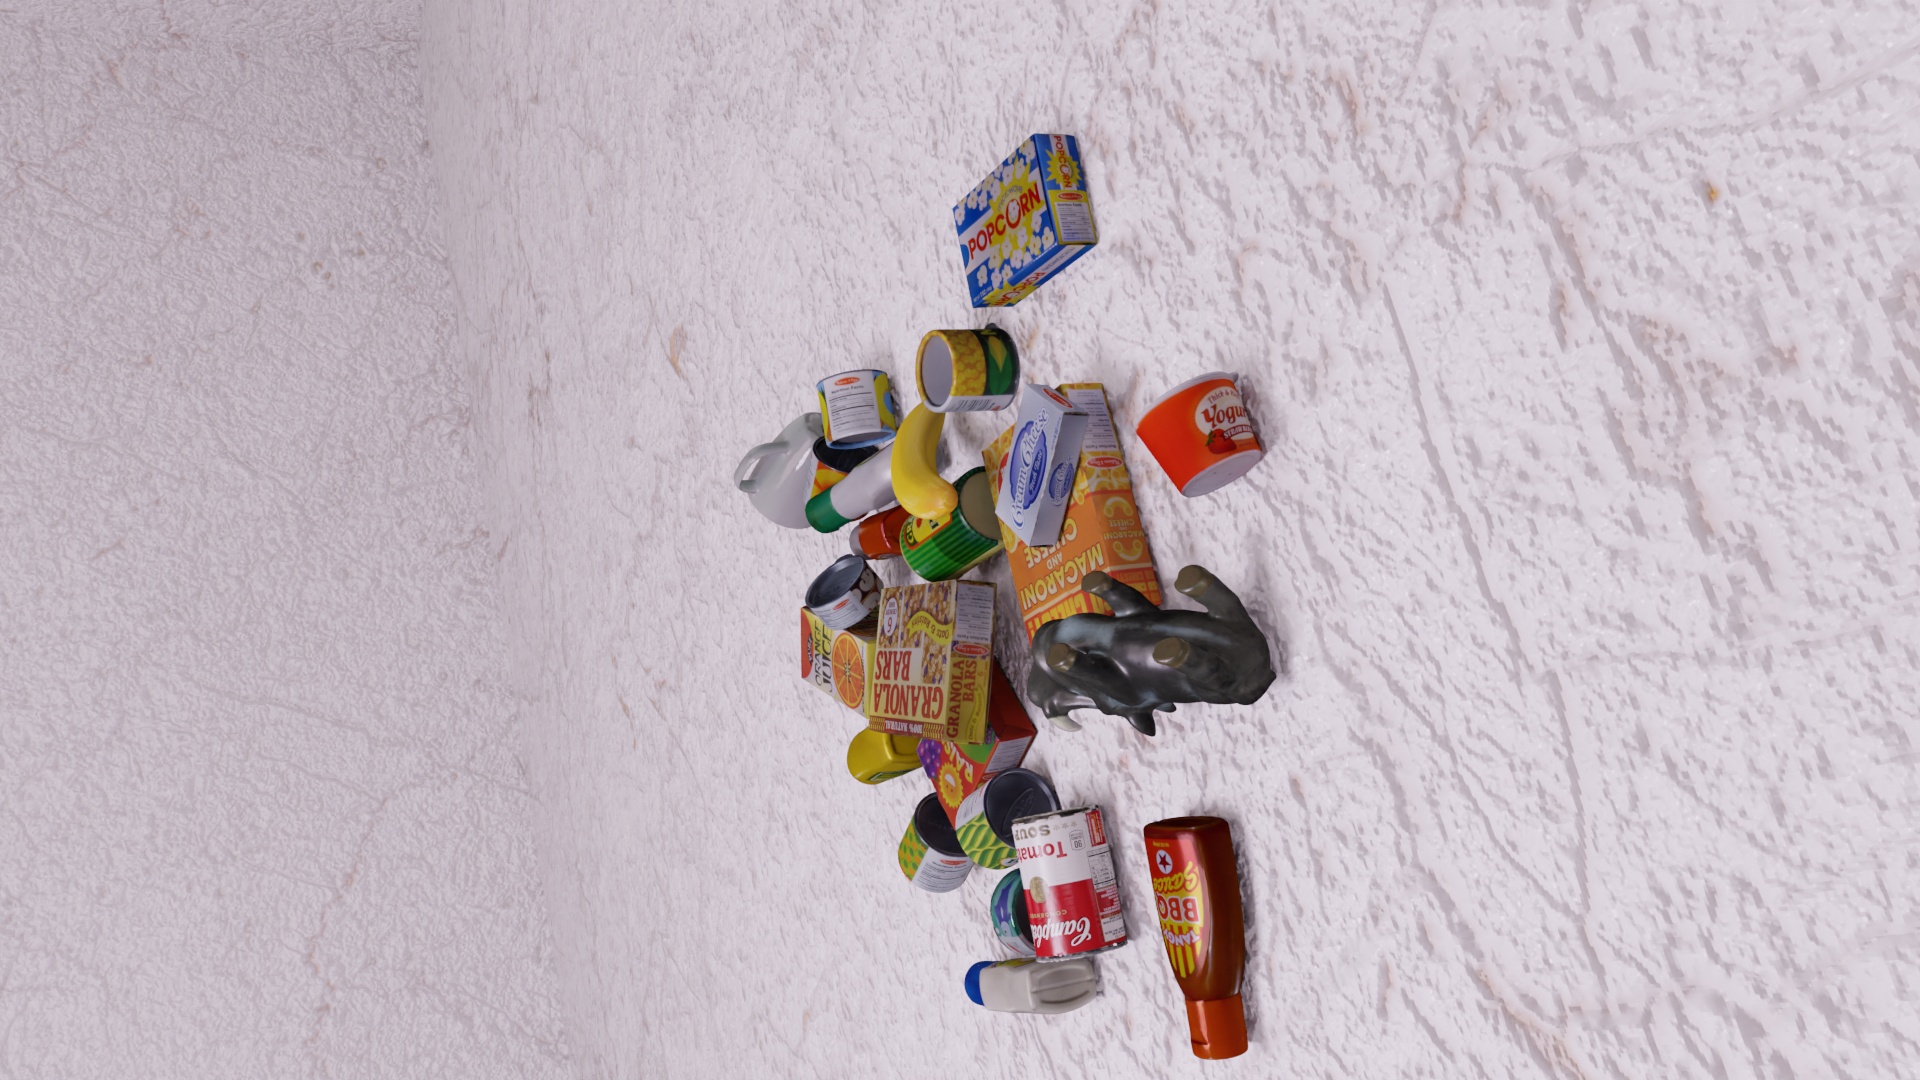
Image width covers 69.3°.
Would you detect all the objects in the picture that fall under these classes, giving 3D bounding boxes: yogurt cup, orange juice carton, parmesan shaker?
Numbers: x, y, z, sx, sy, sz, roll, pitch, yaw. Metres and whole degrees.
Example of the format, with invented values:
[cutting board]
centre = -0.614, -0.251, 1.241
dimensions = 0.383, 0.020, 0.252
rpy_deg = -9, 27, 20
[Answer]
[yogurt cup]
centre = 0.147, -0.062, 0.848
dimensions = 0.054, 0.072, 0.072
rpy_deg = 64, 146, 18
[orange juice carton]
centre = -0.096, 0.103, 1.295
dimensions = 0.193, 0.073, 0.071
rpy_deg = 18, 111, 59
[parmesan shaker]
centre = 0.004, -0.014, 1.109
dimensions = 0.102, 0.071, 0.071
rpy_deg = -36, 63, 56

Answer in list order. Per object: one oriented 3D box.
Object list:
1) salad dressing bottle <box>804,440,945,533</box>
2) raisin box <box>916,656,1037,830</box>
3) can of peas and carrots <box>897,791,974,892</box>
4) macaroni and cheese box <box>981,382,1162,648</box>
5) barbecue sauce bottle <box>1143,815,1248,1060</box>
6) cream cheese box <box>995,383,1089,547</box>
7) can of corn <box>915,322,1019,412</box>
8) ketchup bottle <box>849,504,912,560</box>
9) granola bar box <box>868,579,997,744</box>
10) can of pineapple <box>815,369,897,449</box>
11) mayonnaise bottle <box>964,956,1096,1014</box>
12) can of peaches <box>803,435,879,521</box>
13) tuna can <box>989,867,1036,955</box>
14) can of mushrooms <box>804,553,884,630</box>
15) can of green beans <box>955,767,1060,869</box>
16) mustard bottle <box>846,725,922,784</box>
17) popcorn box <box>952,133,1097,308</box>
[salad dressing bottle]
centre = -0.078, -0.049, 1.220
dimensions = 0.147, 0.064, 0.044
rpy_deg = -28, 84, 39
[raisin box]
centre = 0.011, 0.168, 1.150
dimensions = 0.086, 0.040, 0.122
rpy_deg = 60, 143, 36
[can of peas and carrots]
centre = -0.015, 0.255, 1.185
dimensions = 0.071, 0.071, 0.058
rpy_deg = 61, 143, 36
[macaroni and cheese box]
centre = 0.078, -0.013, 1.001
dimensions = 0.123, 0.040, 0.167
rpy_deg = -38, 61, 56
[barbecue sauce bottle]
centre = 0.157, 0.256, 0.900
dimensions = 0.064, 0.044, 0.148
rpy_deg = -17, 80, 59
[cream cheese box]
centre = 0.056, -0.052, 0.968
dimensions = 0.053, 0.024, 0.103
rpy_deg = 45, 130, 50
[can of corn]
centre = 0.004, -0.136, 1.093
dimensions = 0.071, 0.058, 0.071
rpy_deg = 16, 108, 59
[ketchup bottle]
centre = -0.062, -0.006, 1.233
dimensions = 0.148, 0.065, 0.043
rpy_deg = -13, 94, 69
[granola bar box]
centre = -0.024, 0.098, 1.122
dimensions = 0.165, 0.039, 0.124
rpy_deg = 169, 108, -66
[can of pineapple]
centre = -0.094, -0.119, 1.265
dimensions = 0.071, 0.071, 0.058
rpy_deg = -23, 75, 59
[mayonnaise bottle]
centre = 0.047, 0.349, 1.094
dimensions = 0.147, 0.065, 0.041
rpy_deg = 146, 118, -61
[can of peaches]
centre = -0.109, -0.058, 1.302
dimensions = 0.071, 0.071, 0.057
rpy_deg = 54, 139, 42
[tuna can]
centre = 0.059, 0.279, 1.057
dimensions = 0.032, 0.071, 0.071
rpy_deg = -28, 71, 58
[can of mushrooms]
centre = -0.103, 0.045, 1.246
dimensions = 0.033, 0.071, 0.071
rpy_deg = 52, 162, -26
[can of green beans]
centre = 0.037, 0.218, 1.085
dimensions = 0.057, 0.071, 0.071
rpy_deg = -49, 53, 53
[mustard bottle]
centre = -0.071, 0.197, 1.281
dimensions = 0.159, 0.065, 0.049
rpy_deg = 139, 123, -62
[popcorn box]
centre = 0.046, -0.233, 1.025
dimensions = 0.126, 0.038, 0.085
rpy_deg = -26, 73, 59
